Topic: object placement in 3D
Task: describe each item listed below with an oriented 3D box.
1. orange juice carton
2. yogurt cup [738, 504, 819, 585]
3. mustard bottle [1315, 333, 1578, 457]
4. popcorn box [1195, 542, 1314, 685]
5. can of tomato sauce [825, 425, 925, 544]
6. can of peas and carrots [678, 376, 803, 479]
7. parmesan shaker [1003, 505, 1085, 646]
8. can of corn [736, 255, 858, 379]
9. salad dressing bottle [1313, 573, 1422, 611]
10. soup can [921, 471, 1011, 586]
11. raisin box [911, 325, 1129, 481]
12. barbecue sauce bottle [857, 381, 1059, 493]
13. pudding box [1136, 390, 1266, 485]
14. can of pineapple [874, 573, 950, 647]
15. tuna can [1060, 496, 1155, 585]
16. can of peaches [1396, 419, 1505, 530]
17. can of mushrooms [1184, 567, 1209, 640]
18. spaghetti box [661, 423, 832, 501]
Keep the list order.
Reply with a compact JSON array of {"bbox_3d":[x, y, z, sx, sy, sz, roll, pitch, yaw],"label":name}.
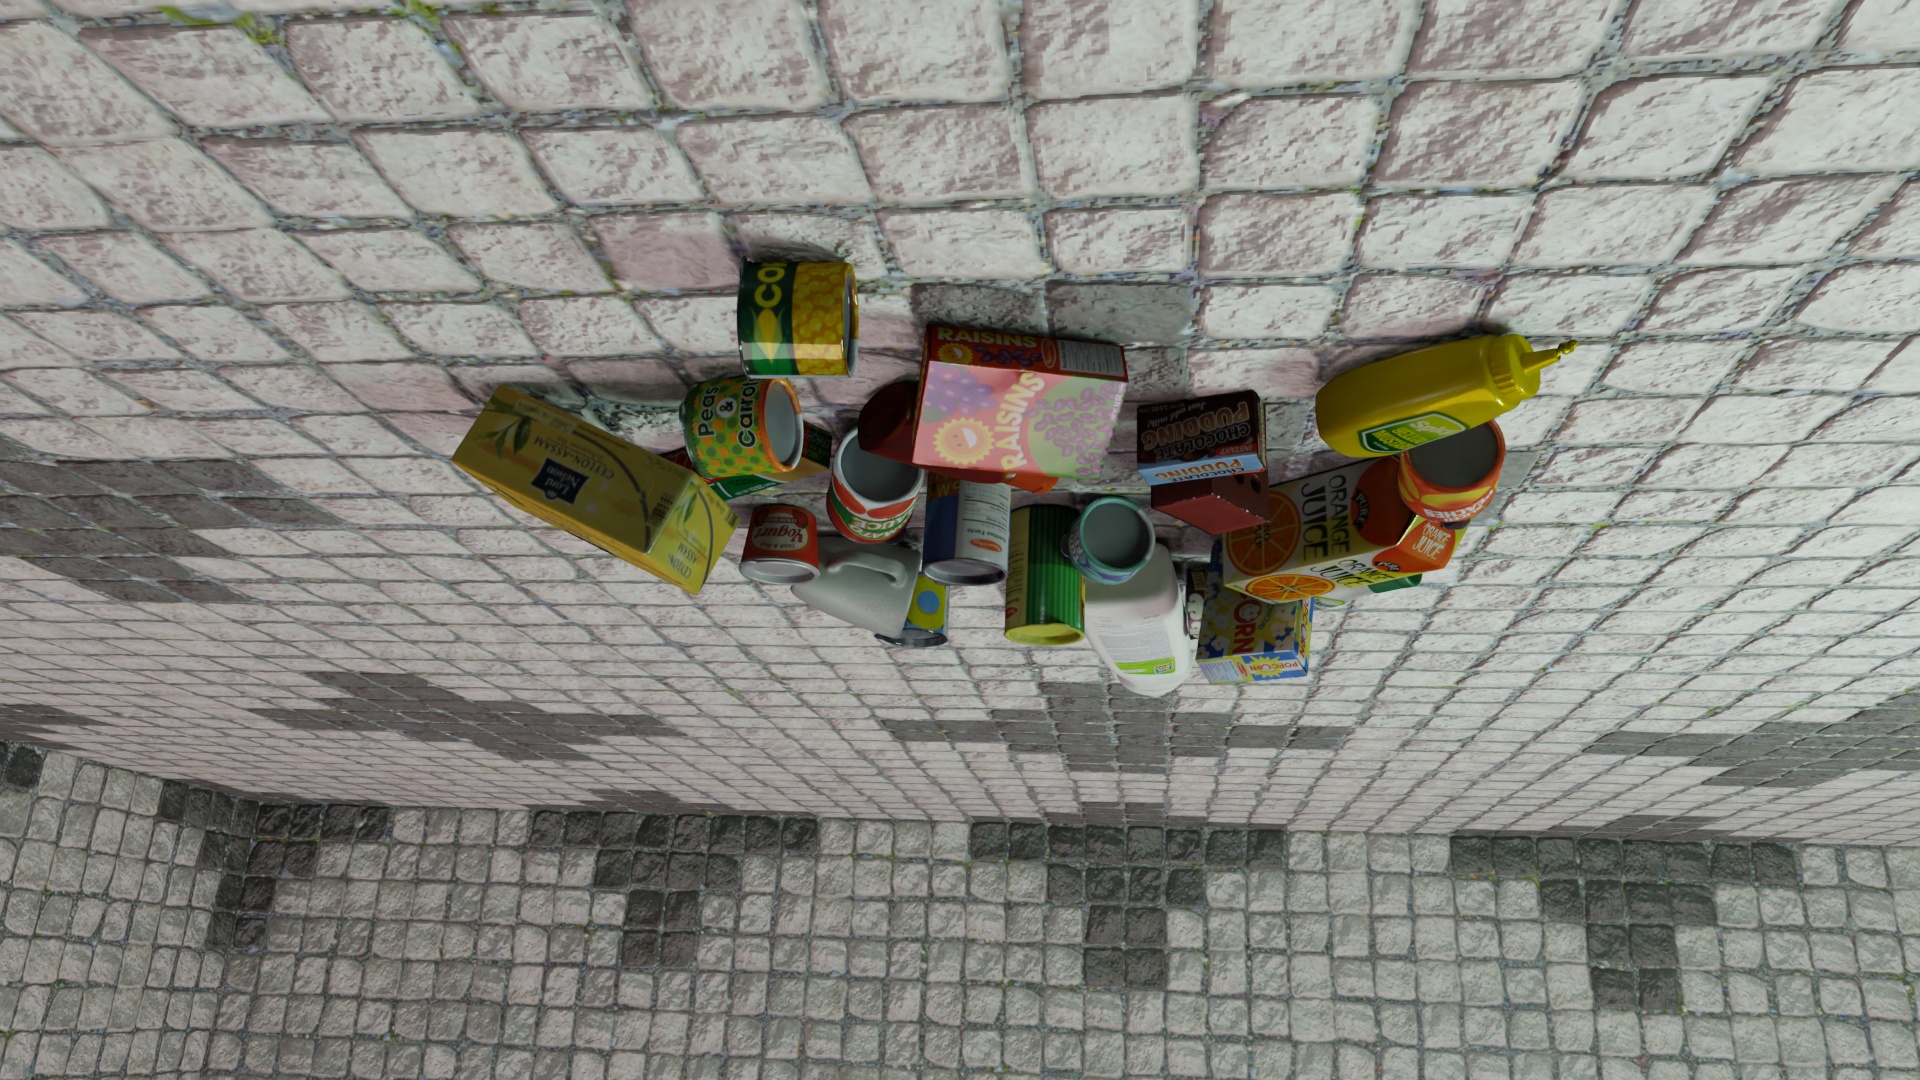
[{"bbox_3d":[0.296,-0.009,1.050,0.072,0.073,0.192,20,154,-40],"label":"orange juice carton"},{"bbox_3d":[-0.151,0.003,1.175,0.072,0.054,0.072,2,161,1],"label":"yogurt cup"},{"bbox_3d":[0.295,-0.092,0.843,0.065,0.049,0.160,16,157,-38],"label":"mustard bottle"},{"bbox_3d":[0.249,0.055,1.159,0.085,0.127,0.038,-9,137,30],"label":"popcorn box"},{"bbox_3d":[-0.062,-0.039,1.013,0.071,0.071,0.082,5,160,-7],"label":"can of tomato sauce"},{"bbox_3d":[-0.144,-0.077,0.921,0.059,0.071,0.071,-4,160,16],"label":"can of peas and carrots"},{"bbox_3d":[0.071,0.029,1.143,0.071,0.103,0.071,2,161,1],"label":"parmesan shaker"},{"bbox_3d":[-0.090,-0.125,0.776,0.058,0.071,0.071,1,161,4],"label":"can of corn"},{"bbox_3d":[0.330,0.035,1.221,0.064,0.044,0.147,21,154,-39],"label":"salad dressing bottle"},{"bbox_3d":[0.004,-0.013,1.059,0.071,0.084,0.071,3,161,1],"label":"soup can"},{"bbox_3d":[0.035,-0.085,0.869,0.123,0.040,0.085,5,135,-7],"label":"raisin box"},{"bbox_3d":[0.005,-0.067,0.966,0.148,0.044,0.064,16,152,-35],"label":"barbecue sauce bottle"},{"bbox_3d":[0.161,-0.068,0.932,0.083,0.050,0.030,-6,157,24],"label":"pudding box"},{"bbox_3d":[-0.045,0.067,1.343,0.071,0.058,0.070,2,161,1],"label":"can of pineapple"},{"bbox_3d":[0.118,0.000,1.109,0.071,0.071,0.032,6,159,-10],"label":"tuna can"},{"bbox_3d":[0.328,-0.050,0.930,0.071,0.071,0.058,-2,159,14],"label":"can of peaches"},{"bbox_3d":[0.223,0.055,1.262,0.033,0.071,0.071,-3,160,16],"label":"can of mushrooms"},{"bbox_3d":[-0.203,-0.048,1.070,0.249,0.029,0.050,-13,155,38],"label":"spaghetti box"}]
